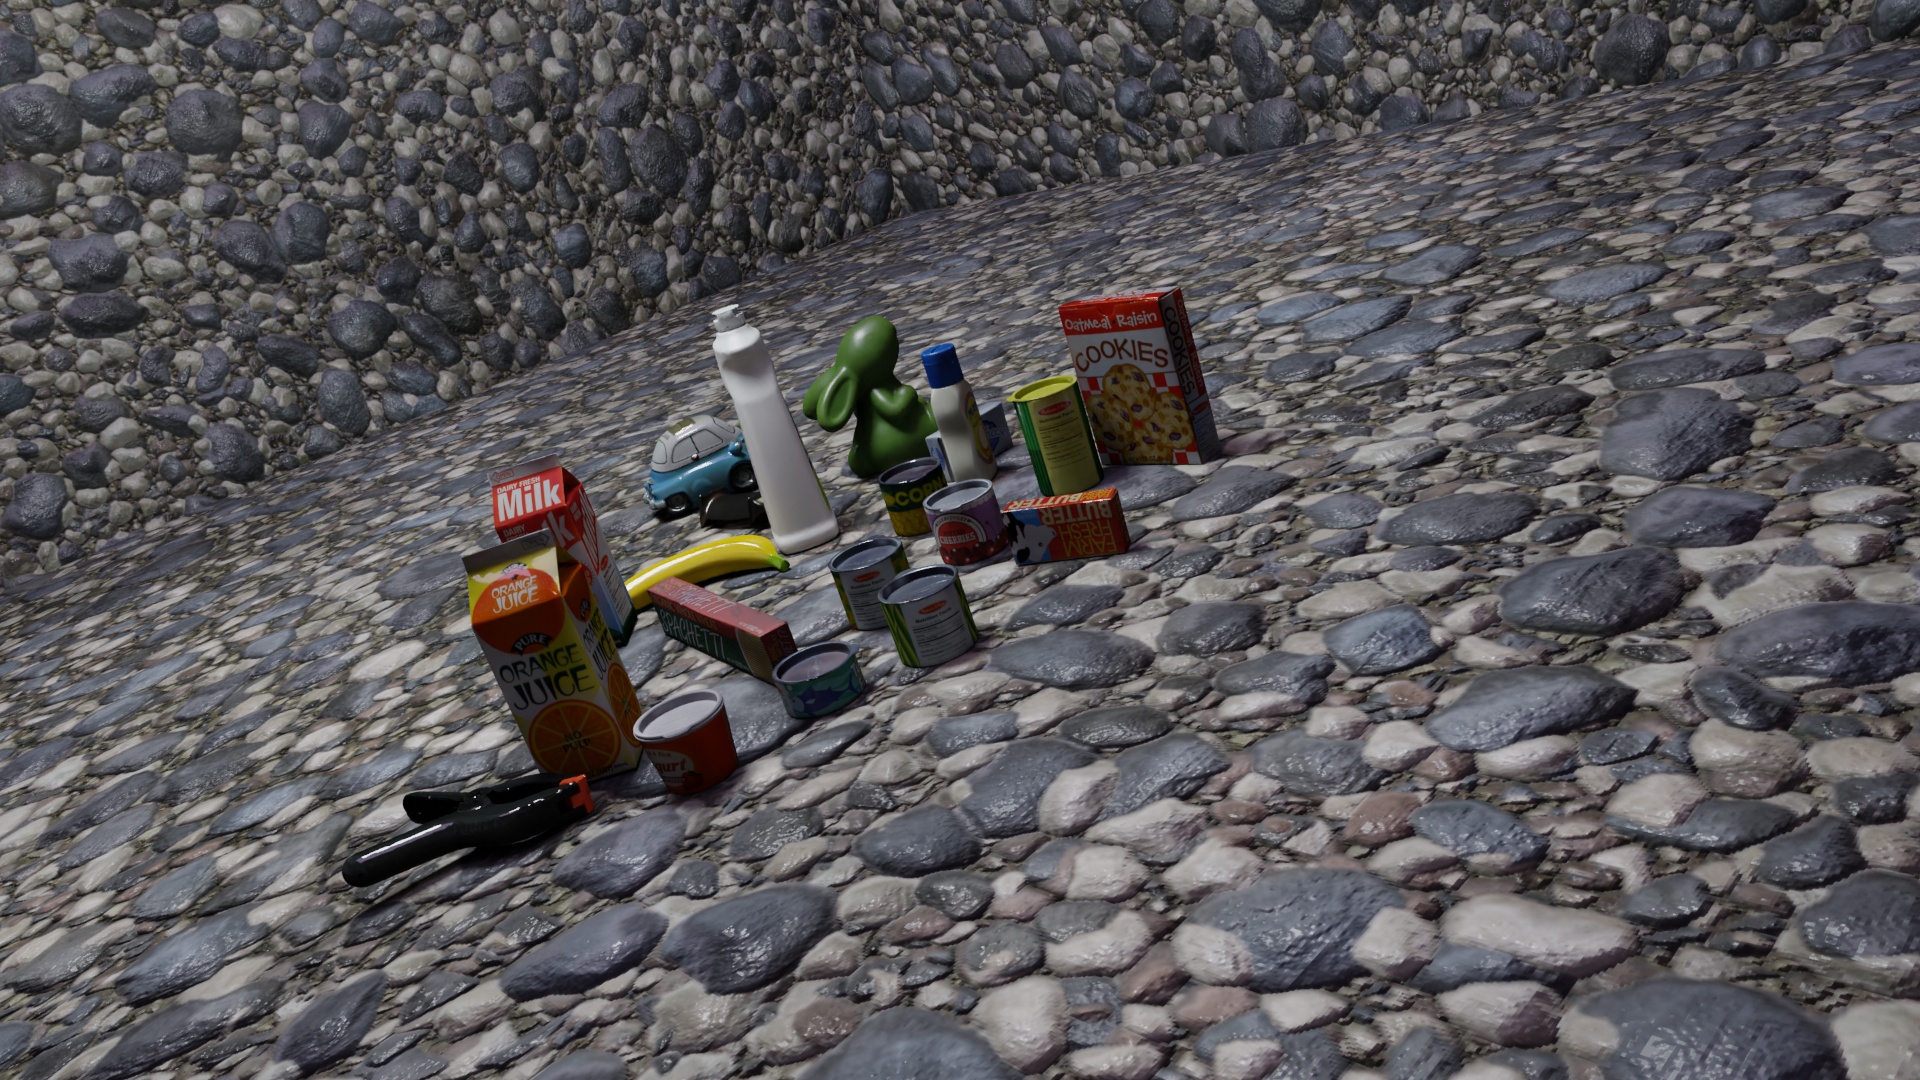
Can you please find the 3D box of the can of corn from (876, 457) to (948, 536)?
[{"bbox_3d":[-0.042,-0.043,1.378,0.071,0.058,0.071,-16,19,6],"label":"can of corn"}]

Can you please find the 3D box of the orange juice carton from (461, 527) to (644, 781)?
[{"bbox_3d":[-0.309,0.087,1.057,0.072,0.192,0.073,-17,19,2],"label":"orange juice carton"}]

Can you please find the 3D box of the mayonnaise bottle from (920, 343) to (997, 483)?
[{"bbox_3d":[-0.002,-0.130,1.444,0.041,0.147,0.065,-10,21,22],"label":"mayonnaise bottle"}]

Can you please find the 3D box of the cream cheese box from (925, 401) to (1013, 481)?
[{"bbox_3d":[0.011,-0.108,1.515,0.104,0.053,0.024,-33,24,-36],"label":"cream cheese box"}]

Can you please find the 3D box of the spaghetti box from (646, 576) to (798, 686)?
[{"bbox_3d":[-0.210,0.076,1.214,0.029,0.050,0.250,-28,22,-28],"label":"spaghetti box"}]

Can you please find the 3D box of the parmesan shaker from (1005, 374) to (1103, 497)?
[{"bbox_3d":[0.092,-0.100,1.350,0.071,0.102,0.071,-16,19,6],"label":"parmesan shaker"}]

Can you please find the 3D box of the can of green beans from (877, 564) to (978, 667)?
[{"bbox_3d":[-0.025,0.059,1.089,0.071,0.057,0.071,-16,19,6],"label":"can of green beans"}]

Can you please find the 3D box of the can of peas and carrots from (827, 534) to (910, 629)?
[{"bbox_3d":[-0.073,0.035,1.192,0.071,0.058,0.071,-16,19,6],"label":"can of peas and carrots"}]

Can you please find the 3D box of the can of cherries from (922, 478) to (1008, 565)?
[{"bbox_3d":[0.005,-0.016,1.264,0.071,0.058,0.072,-16,19,6],"label":"can of cherries"}]

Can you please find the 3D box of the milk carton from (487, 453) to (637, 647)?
[{"bbox_3d":[-0.380,0.013,1.320,0.072,0.190,0.074,-17,19,2],"label":"milk carton"}]

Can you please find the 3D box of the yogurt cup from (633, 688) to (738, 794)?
[{"bbox_3d":[-0.195,0.147,1.005,0.072,0.053,0.072,-16,19,6],"label":"yogurt cup"}]

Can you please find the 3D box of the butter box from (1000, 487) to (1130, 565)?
[{"bbox_3d":[0.091,-0.011,1.186,0.103,0.053,0.024,-8,22,27],"label":"butter box"}]

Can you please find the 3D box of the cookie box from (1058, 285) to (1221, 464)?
[{"bbox_3d":[0.171,-0.155,1.333,0.123,0.167,0.040,3,28,45],"label":"cookie box"}]

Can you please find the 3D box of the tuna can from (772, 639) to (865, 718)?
[{"bbox_3d":[-0.106,0.106,1.070,0.071,0.032,0.071,-16,19,6],"label":"tuna can"}]
